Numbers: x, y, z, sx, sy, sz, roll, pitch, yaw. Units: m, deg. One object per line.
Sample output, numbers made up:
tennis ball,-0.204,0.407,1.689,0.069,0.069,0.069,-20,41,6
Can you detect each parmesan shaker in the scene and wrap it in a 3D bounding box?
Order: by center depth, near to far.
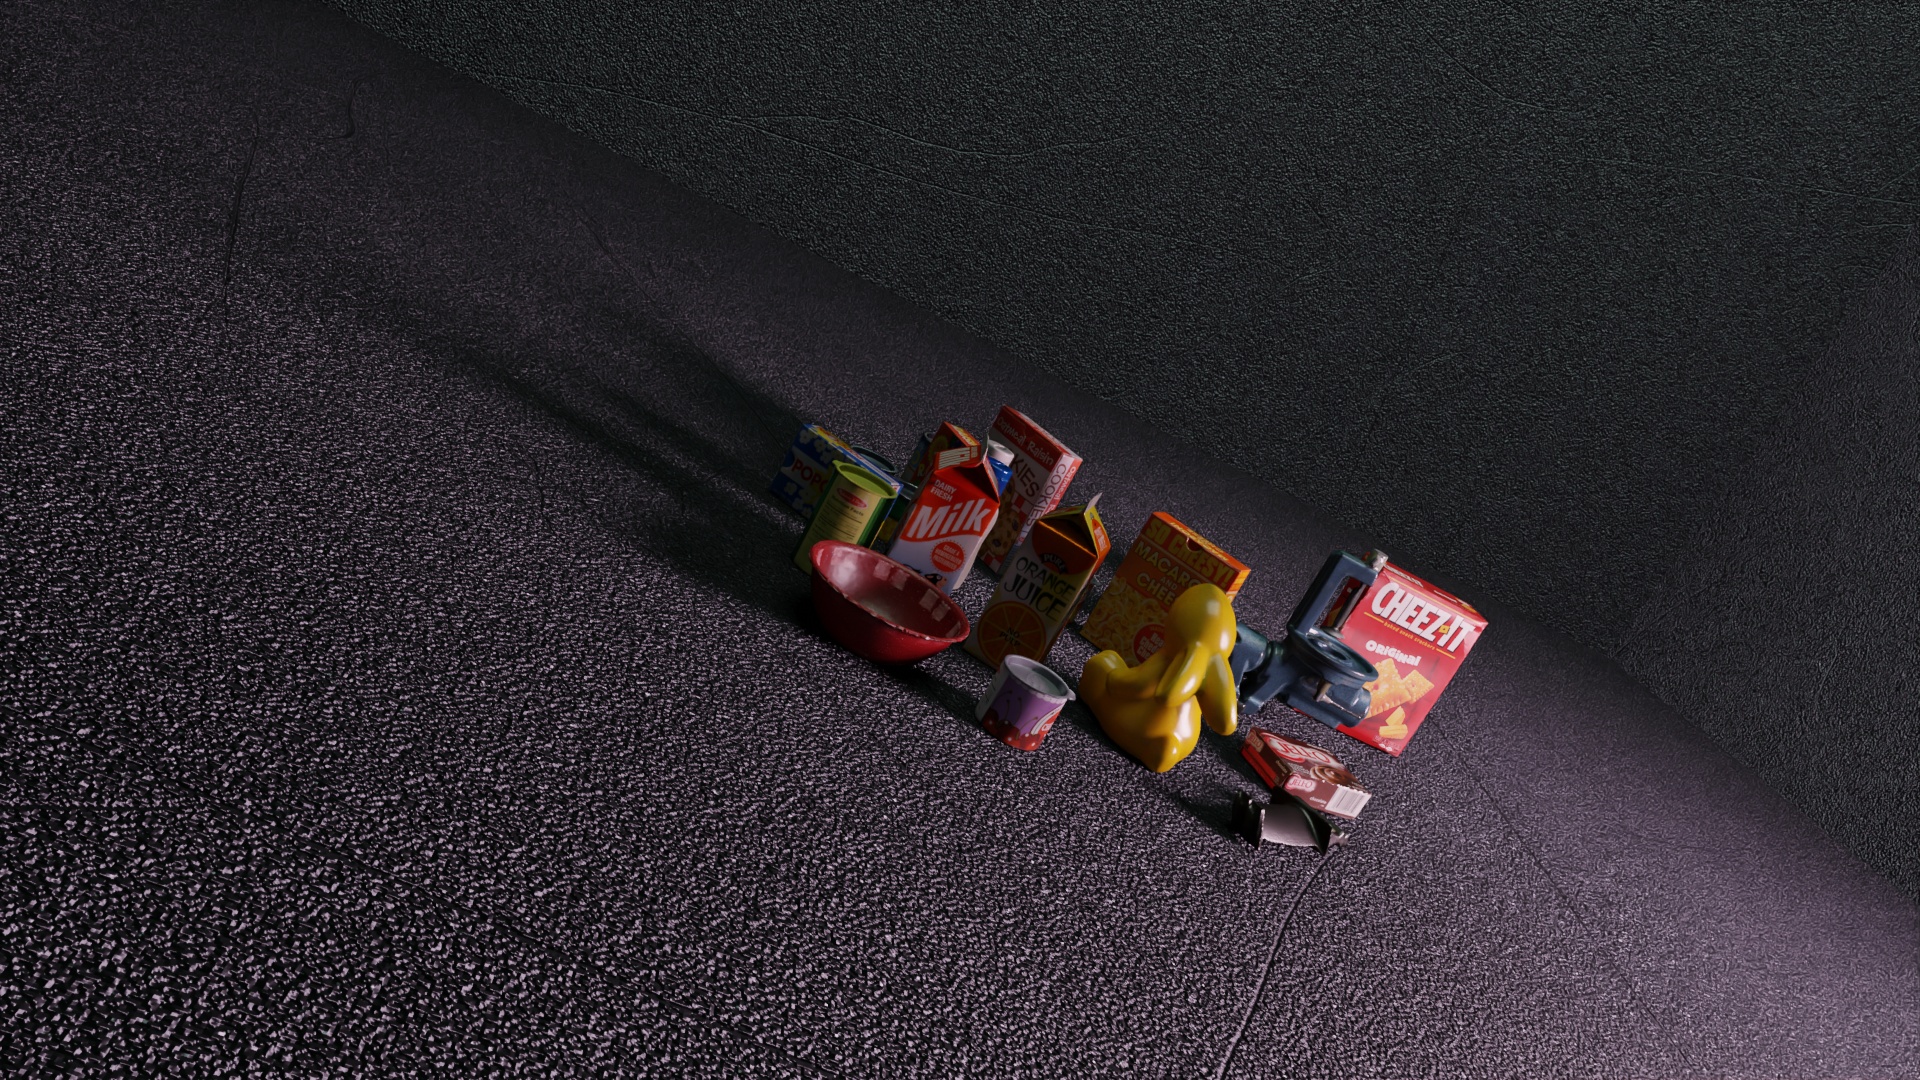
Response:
parmesan shaker,-0.115,-0.016,1.344,0.071,0.102,0.071,27,15,-8

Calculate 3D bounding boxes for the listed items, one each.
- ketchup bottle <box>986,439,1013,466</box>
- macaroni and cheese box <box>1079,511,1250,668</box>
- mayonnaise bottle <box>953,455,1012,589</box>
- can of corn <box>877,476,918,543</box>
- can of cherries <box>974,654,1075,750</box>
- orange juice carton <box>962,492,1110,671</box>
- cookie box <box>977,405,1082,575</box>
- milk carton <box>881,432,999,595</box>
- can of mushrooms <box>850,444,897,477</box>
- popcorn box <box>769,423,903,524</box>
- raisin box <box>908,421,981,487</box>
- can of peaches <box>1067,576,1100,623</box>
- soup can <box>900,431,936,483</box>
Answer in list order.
ketchup bottle,0.009,-0.041,1.556,0.043,0.148,0.065,34,15,17
macaroni and cheese box,0.227,0.070,1.554,0.124,0.166,0.040,36,16,24
mayonnaise bottle,0.005,-0.019,1.479,0.065,0.147,0.041,12,22,-47
can of corn,-0.065,-0.030,1.559,0.071,0.058,0.071,27,15,-8
can of cherries,0.056,0.144,1.219,0.071,0.058,0.072,27,15,-8
orange juice carton,0.085,0.038,1.353,0.073,0.192,0.072,32,15,10
cookie box,0.058,-0.059,1.666,0.040,0.167,0.123,14,21,-45
milk carton,-0.018,-0.015,1.347,0.073,0.190,0.072,27,15,-8
can of mushrooms,-0.115,-0.087,1.703,0.071,0.033,0.071,27,15,-8
popcorn box,-0.132,-0.056,1.475,0.127,0.085,0.038,36,16,24
raisin box,-0.018,-0.066,1.637,0.040,0.123,0.086,19,18,-33
can of peaches,0.117,0.056,1.607,0.071,0.058,0.071,27,15,-8
soup can,-0.037,-0.085,1.737,0.071,0.083,0.071,27,15,-8
